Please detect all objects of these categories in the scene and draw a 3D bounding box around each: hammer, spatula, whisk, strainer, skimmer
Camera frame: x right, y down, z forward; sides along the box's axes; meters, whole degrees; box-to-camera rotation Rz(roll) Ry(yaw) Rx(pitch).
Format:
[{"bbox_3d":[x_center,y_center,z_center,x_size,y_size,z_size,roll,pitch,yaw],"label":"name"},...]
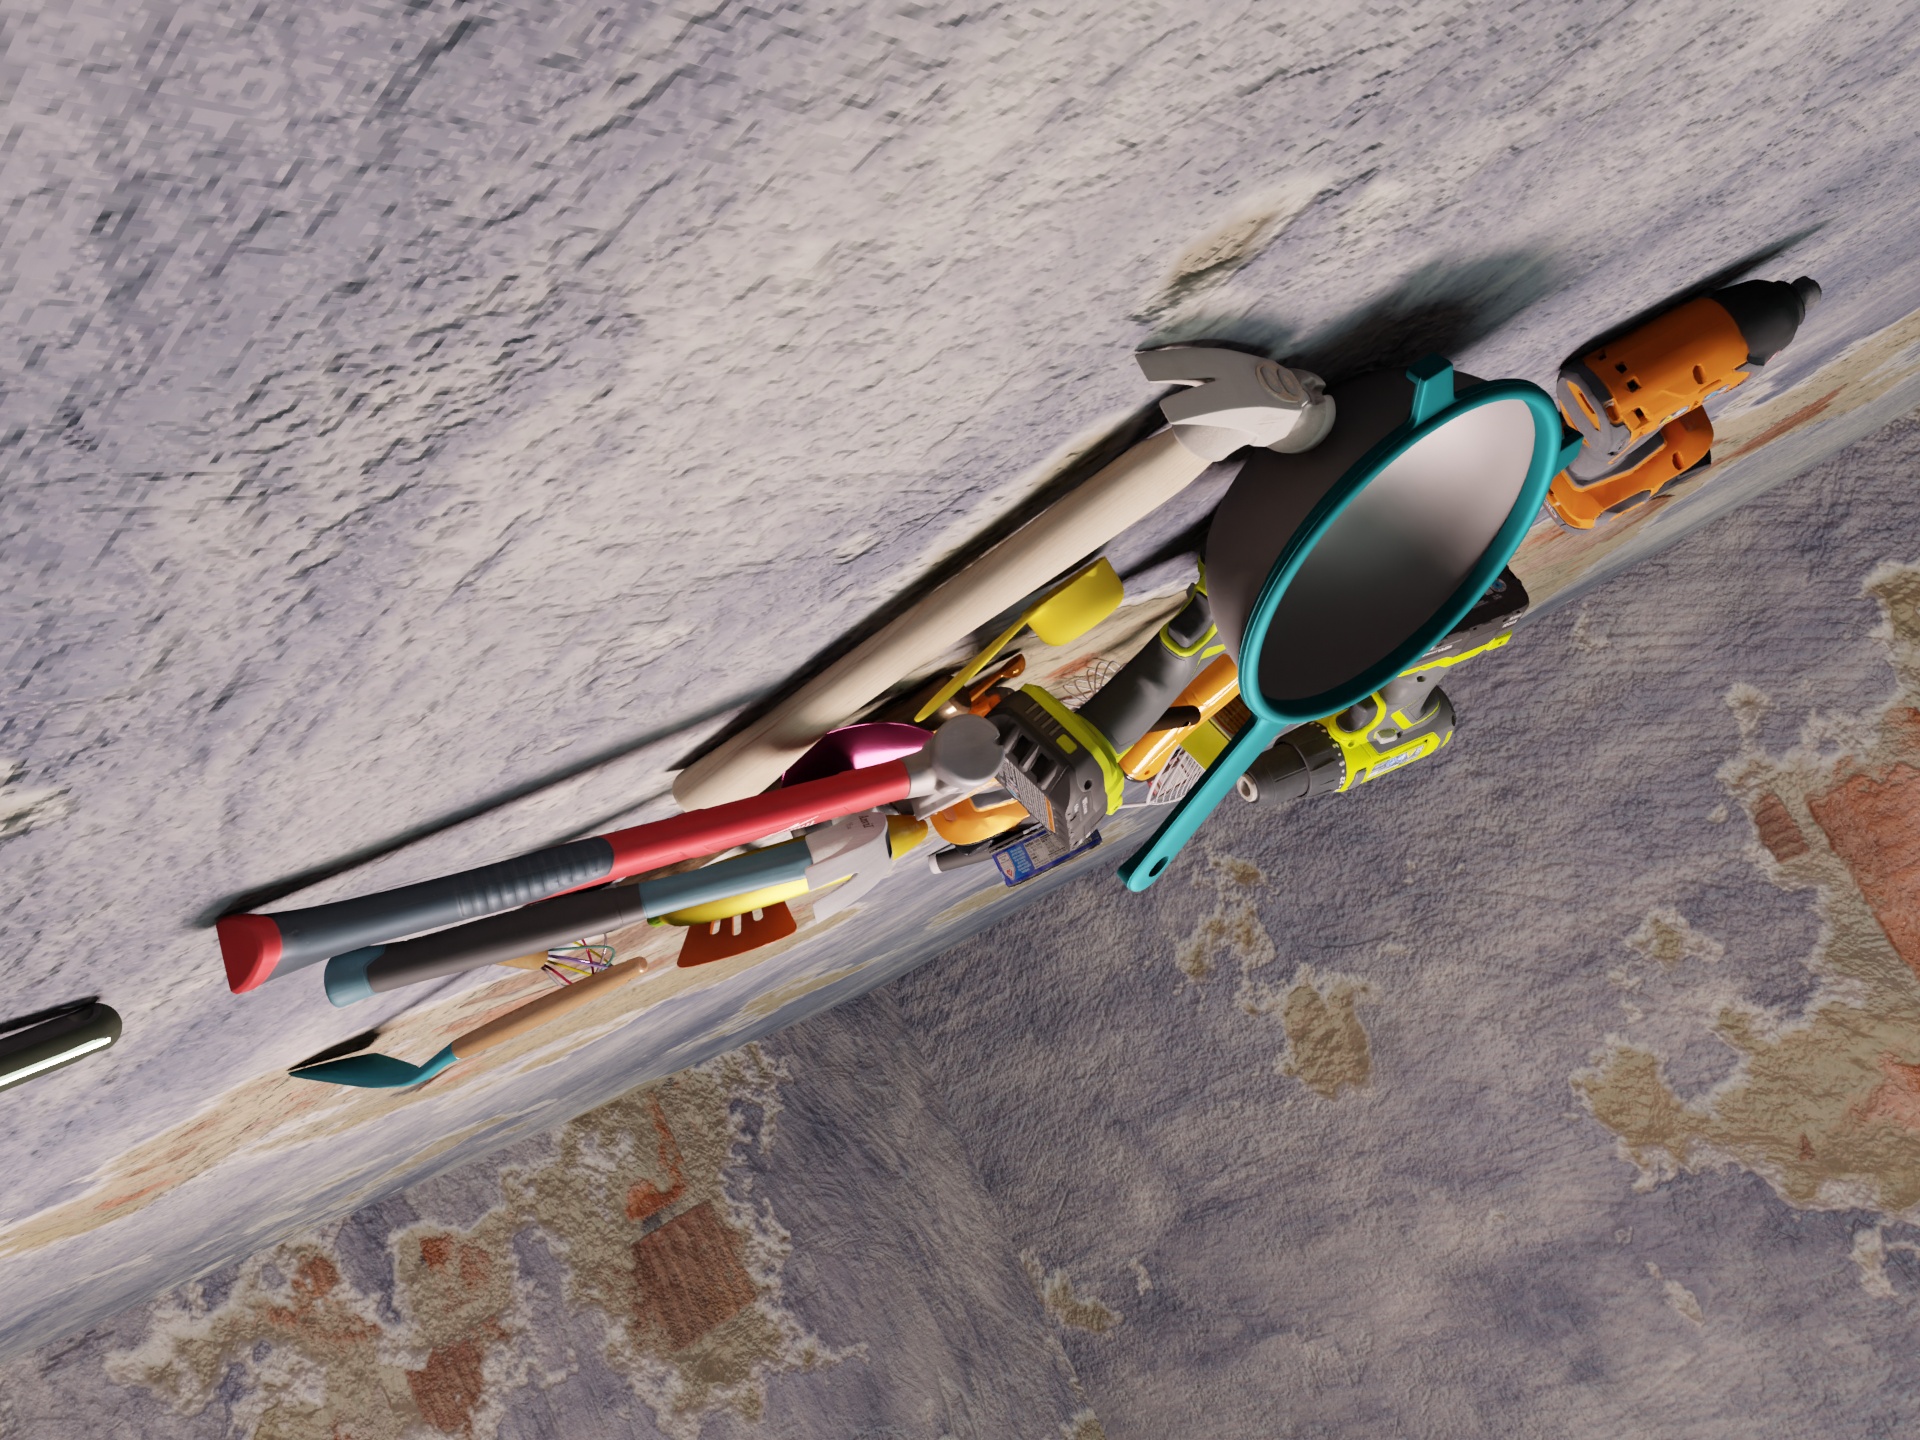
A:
[{"bbox_3d":[-0.132,0.062,1.048,0.331,0.031,0.130,-31,169,20],"label":"hammer"},{"bbox_3d":[-0.151,0.130,1.172,0.081,0.041,0.322,-17,180,-1],"label":"spatula"},{"bbox_3d":[-0.200,0.109,0.932,0.331,0.033,0.128,-14,-163,-9],"label":"hammer"},{"bbox_3d":[-0.300,0.168,1.140,0.051,0.047,0.244,-26,165,3],"label":"whisk"},{"bbox_3d":[0.166,-0.058,0.848,0.211,0.095,0.340,4,129,-50],"label":"strainer"},{"bbox_3d":[0.143,-0.017,1.288,0.070,0.070,0.284,-30,174,18],"label":"whisk"},{"bbox_3d":[0.124,0.082,1.792,0.363,0.090,0.127,-19,174,15],"label":"skimmer"},{"bbox_3d":[-0.354,0.222,1.164,0.317,0.044,0.082,-26,169,23],"label":"spatula"},{"bbox_3d":[-0.174,0.070,0.823,0.386,0.038,0.143,-14,172,-19],"label":"hammer"},{"bbox_3d":[0.223,-0.066,1.086,0.337,0.034,0.127,-43,152,28],"label":"hammer"},{"bbox_3d":[-0.494,0.178,0.695,0.058,0.059,0.246,12,-157,39],"label":"whisk"},{"bbox_3d":[-0.014,-0.050,0.781,0.410,0.038,0.146,-33,166,33],"label":"hammer"}]

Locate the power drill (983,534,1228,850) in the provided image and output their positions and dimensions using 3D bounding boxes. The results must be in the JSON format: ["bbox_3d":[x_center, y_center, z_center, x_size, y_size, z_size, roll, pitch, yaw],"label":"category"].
[{"bbox_3d":[0.117,-0.036,0.949,0.223,0.080,0.171,-44,164,-9],"label":"power drill"}]

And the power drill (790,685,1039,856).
[{"bbox_3d":[-0.011,0.050,1.169,0.185,0.084,0.226,-27,166,12],"label":"power drill"}]

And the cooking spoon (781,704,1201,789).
[{"bbox_3d":[0.030,0.012,1.015,0.318,0.017,0.068,-7,136,-32],"label":"cooking spoon"}]

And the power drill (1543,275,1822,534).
[{"bbox_3d":[0.474,-0.215,1.071,0.164,0.084,0.226,-28,166,5],"label":"power drill"}]

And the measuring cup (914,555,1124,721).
[{"bbox_3d":[0.033,-0.036,0.856,0.156,0.029,0.062,-42,-172,-32],"label":"measuring cup"}]

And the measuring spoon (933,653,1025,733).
[{"bbox_3d":[-0.002,-0.003,1.039,0.117,0.011,0.021,-40,-167,9],"label":"measuring spoon"}]

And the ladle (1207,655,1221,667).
[{"bbox_3d":[0.269,-0.066,1.201,0.315,0.031,0.069,-18,152,-25],"label":"ladle"}]

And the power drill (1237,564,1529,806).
[{"bbox_3d":[0.314,-0.024,1.206,0.190,0.080,0.228,-20,150,-21],"label":"power drill"}]
